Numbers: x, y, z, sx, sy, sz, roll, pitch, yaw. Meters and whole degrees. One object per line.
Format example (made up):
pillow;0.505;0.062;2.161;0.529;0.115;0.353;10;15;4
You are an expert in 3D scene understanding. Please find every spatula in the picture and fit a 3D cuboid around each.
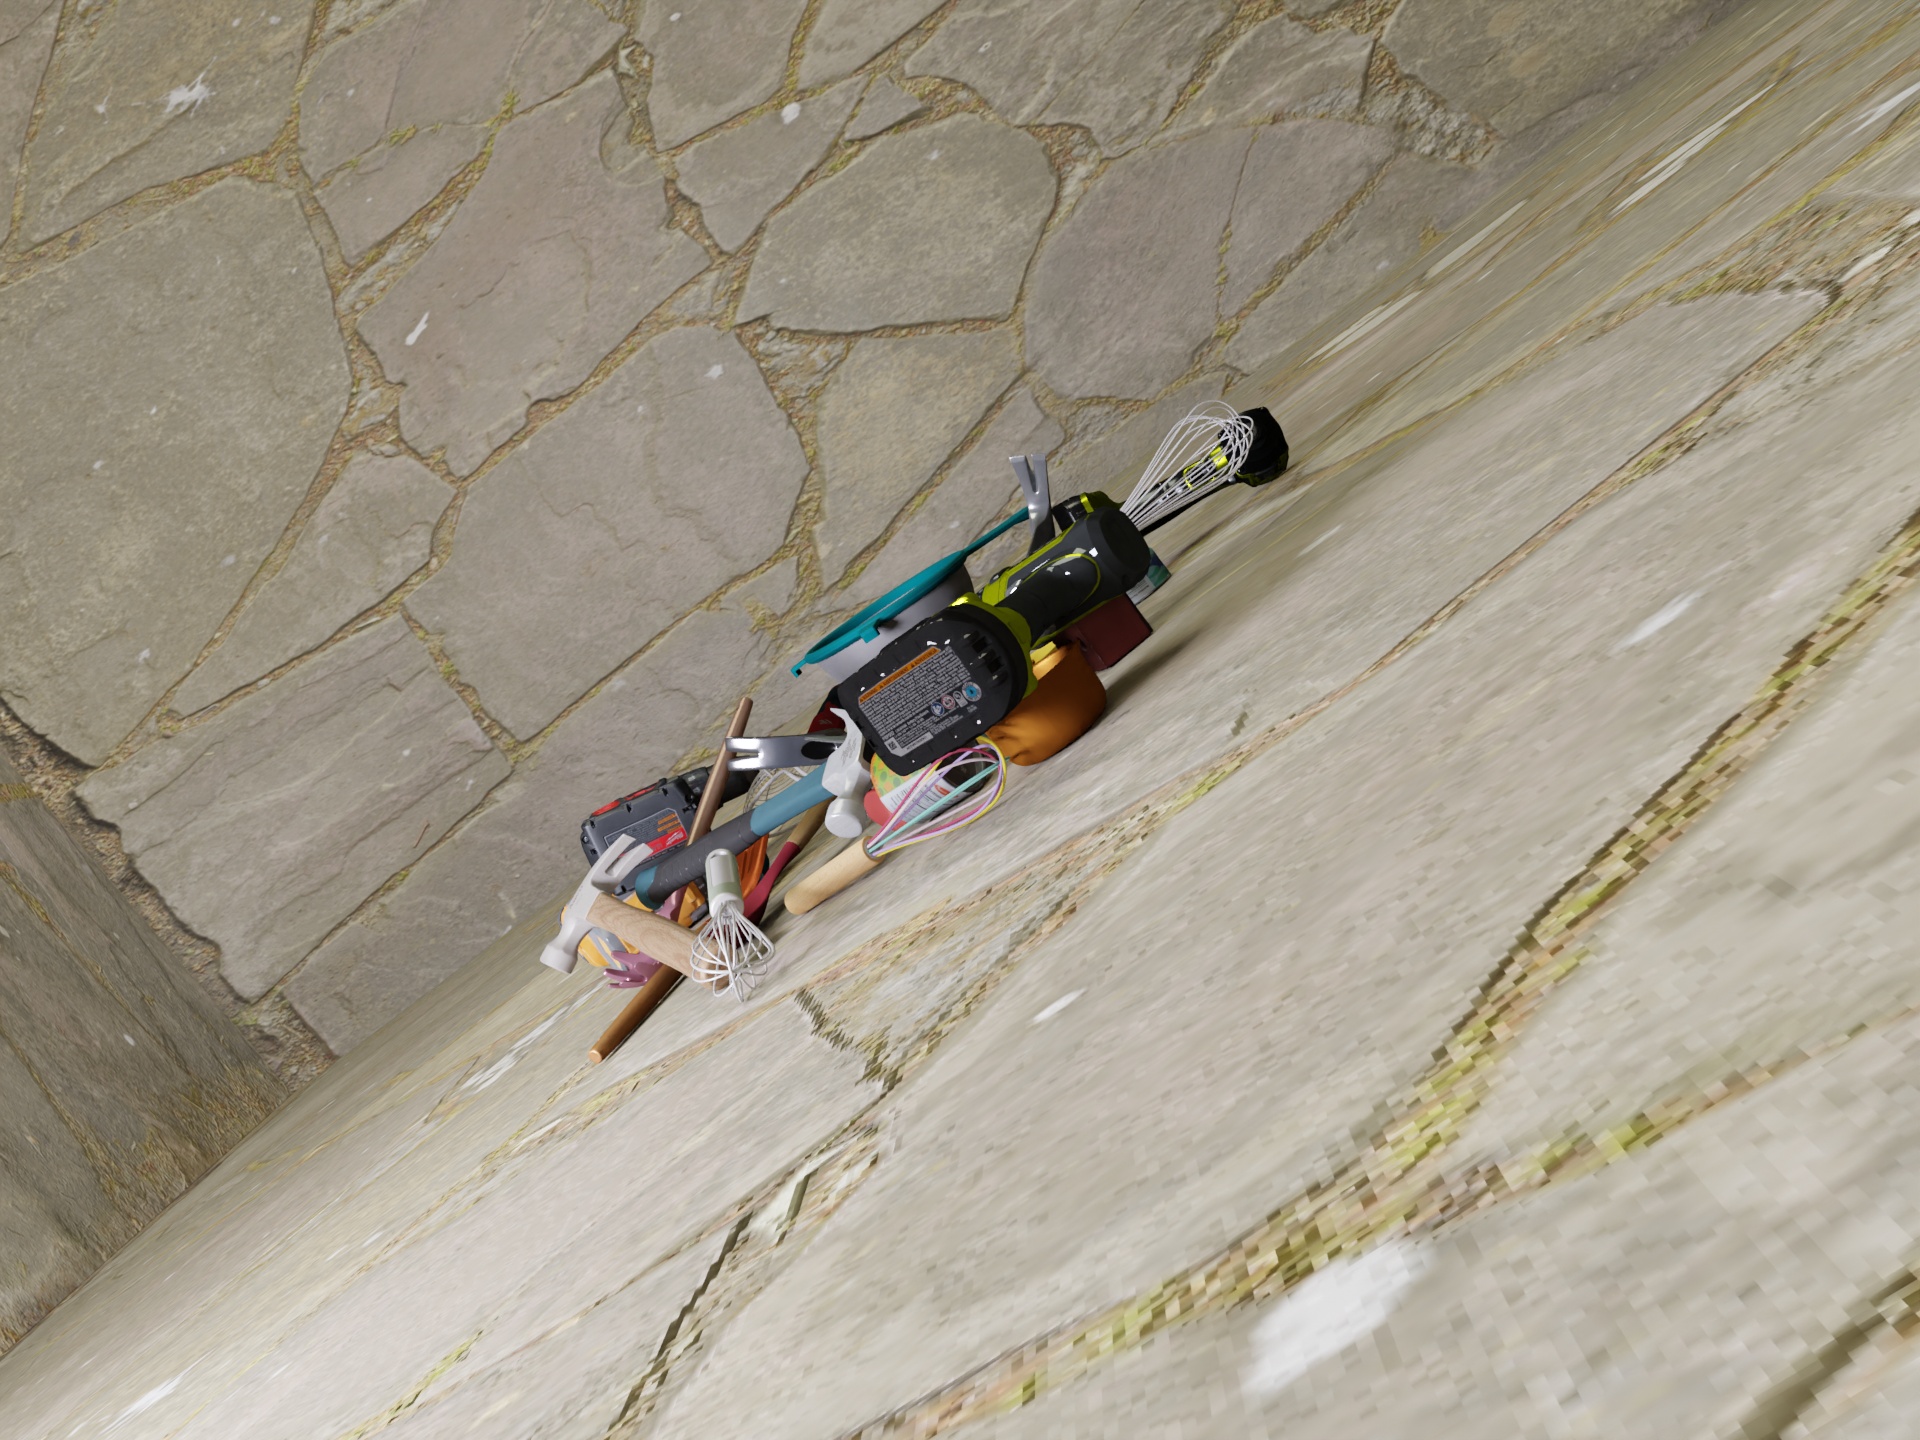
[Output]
spatula;-0.233;0.185;1.350;0.081;0.041;0.323;-50;1;32

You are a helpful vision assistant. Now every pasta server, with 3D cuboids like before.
pasta server;-0.252;0.109;1.475;0.060;0.040;0.316;-17;47;45

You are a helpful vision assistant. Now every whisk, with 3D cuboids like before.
whisk;-0.049;0.078;1.127;0.245;0.047;0.051;-36;7;38
whisk;0.142;-0.168;1.318;0.284;0.070;0.070;-43;8;-18
whisk;-0.168;0.137;1.144;0.058;0.059;0.246;-16;16;-7

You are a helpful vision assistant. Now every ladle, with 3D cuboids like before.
ladle;-0.129;0.088;1.340;0.069;0.031;0.315;-22;25;47

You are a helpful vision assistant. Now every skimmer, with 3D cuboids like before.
skimmer;-0.121;0.084;1.513;0.127;0.090;0.363;-34;16;-16

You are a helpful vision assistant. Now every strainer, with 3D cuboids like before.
strainer;-0.016;-0.124;1.766;0.340;0.095;0.211;-38;9;-31

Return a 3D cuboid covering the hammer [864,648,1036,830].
hammer;-0.002;-0.004;1.380;0.149;0.036;0.359;-14;20;20

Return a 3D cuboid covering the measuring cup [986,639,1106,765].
measuring cup;0.060;-0.013;1.147;0.095;0.052;0.173;-37;5;6

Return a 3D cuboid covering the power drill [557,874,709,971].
power drill;-0.311;0.181;1.637;0.185;0.084;0.226;-38;10;-25

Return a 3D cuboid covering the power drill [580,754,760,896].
power drill;-0.291;0.095;1.617;0.188;0.080;0.227;-25;7;-5

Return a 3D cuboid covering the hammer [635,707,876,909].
hammer;-0.172;0.088;1.301;0.331;0.033;0.128;-31;34;41

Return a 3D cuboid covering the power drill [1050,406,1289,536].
power drill;0.205;-0.221;1.517;0.223;0.080;0.171;-29;-5;12

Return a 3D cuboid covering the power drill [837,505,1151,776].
power drill;0.015;-0.053;1.099;0.190;0.080;0.228;-32;6;37

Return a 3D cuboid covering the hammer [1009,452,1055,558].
hammer;0.050;-0.116;1.404;0.035;0.144;0.406;-6;25;13

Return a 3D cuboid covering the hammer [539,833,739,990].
hammer;-0.254;0.167;1.285;0.331;0.031;0.130;5;66;59

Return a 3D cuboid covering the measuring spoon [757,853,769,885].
measuring spoon;-0.184;0.150;1.464;0.042;0.021;0.129;-50;17;-2

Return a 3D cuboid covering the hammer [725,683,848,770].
hammer;-0.151;0.002;1.653;0.143;0.038;0.386;-5;8;-1

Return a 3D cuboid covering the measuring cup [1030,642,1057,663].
measuring cup;0.066;-0.028;1.325;0.062;0.029;0.157;-36;12;18
